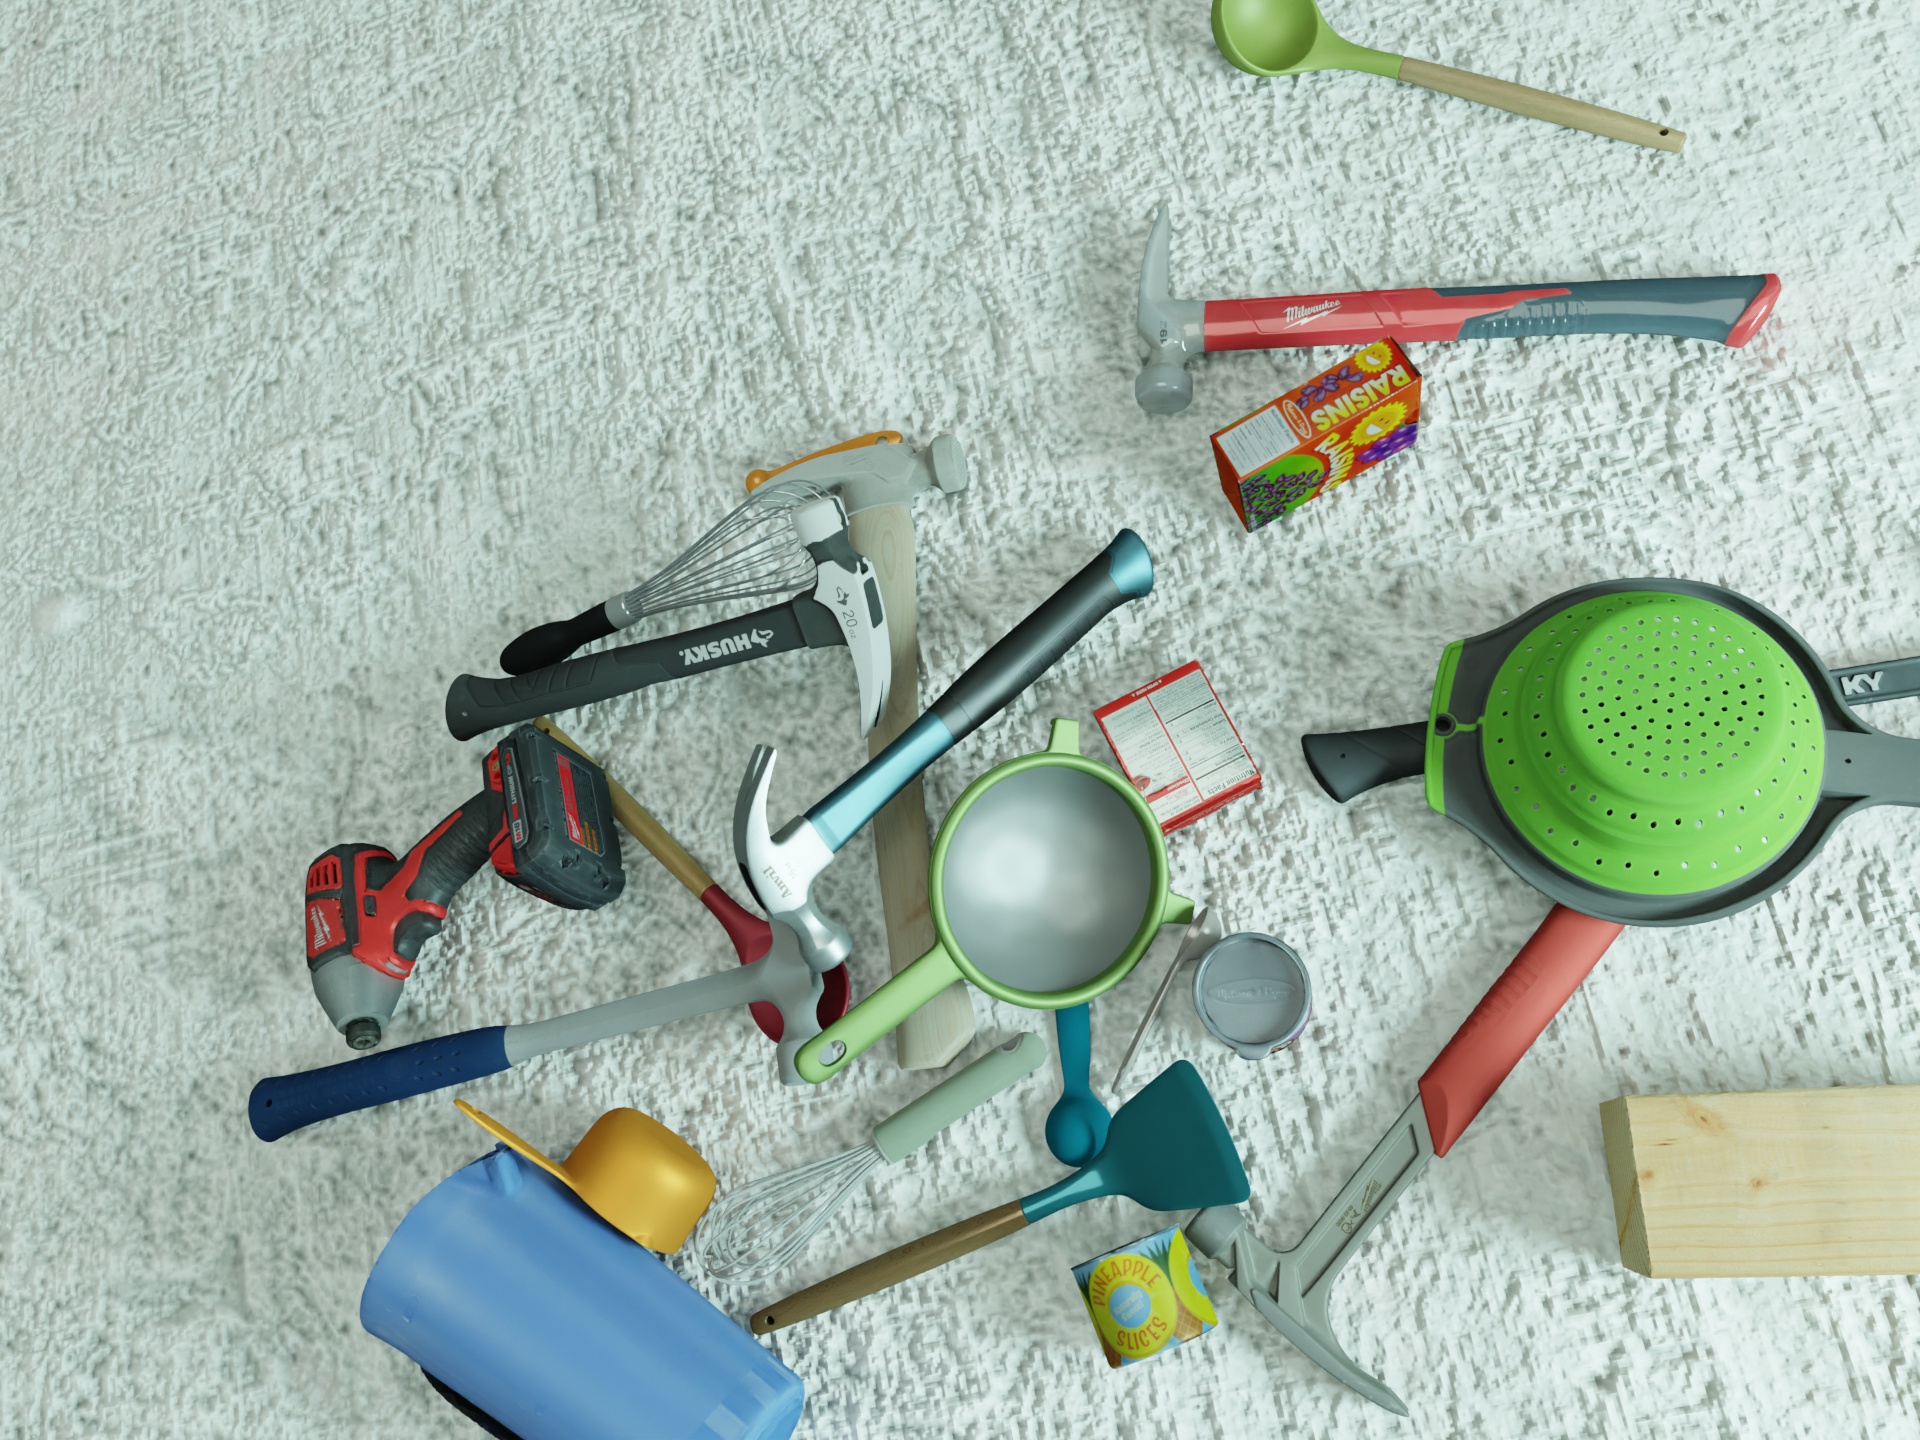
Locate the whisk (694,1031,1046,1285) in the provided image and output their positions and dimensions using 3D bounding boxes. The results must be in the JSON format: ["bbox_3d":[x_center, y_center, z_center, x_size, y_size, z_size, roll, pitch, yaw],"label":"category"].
[{"bbox_3d":[-0.053,0.261,0.956,0.246,0.058,0.059,-33,104,0],"label":"whisk"}]

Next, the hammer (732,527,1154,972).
[{"bbox_3d":[-0.002,-0.003,0.968,0.331,0.033,0.128,-41,110,-18],"label":"hammer"}]

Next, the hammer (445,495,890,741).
[{"bbox_3d":[-0.198,-0.032,1.028,0.335,0.035,0.146,-13,106,24],"label":"hammer"}]

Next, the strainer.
[{"bbox_3d":[0.003,0.123,0.942,0.256,0.069,0.151,-37,102,-12],"label":"strainer"}]

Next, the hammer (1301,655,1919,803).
[{"bbox_3d":[0.405,-0.008,0.917,0.409,0.036,0.149,-9,72,12],"label":"hammer"}]

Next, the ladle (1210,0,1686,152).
[{"bbox_3d":[0.316,-0.430,1.046,0.320,0.062,0.078,23,84,16],"label":"ladle"}]

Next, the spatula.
[{"bbox_3d":[0.012,0.293,0.919,0.317,0.044,0.082,-27,77,11],"label":"spatula"}]

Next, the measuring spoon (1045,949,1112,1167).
[{"bbox_3d":[0.067,0.201,0.950,0.042,0.021,0.129,-6,75,12],"label":"measuring spoon"}]

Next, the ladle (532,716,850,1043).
[{"bbox_3d":[-0.183,0.097,1.040,0.316,0.031,0.069,41,88,22],"label":"ladle"}]

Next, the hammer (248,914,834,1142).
[{"bbox_3d":[-0.276,0.199,1.012,0.405,0.035,0.144,-16,71,14],"label":"hammer"}]

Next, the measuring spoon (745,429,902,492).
[{"bbox_3d":[-0.096,-0.181,1.102,0.117,0.011,0.021,-16,72,9],"label":"measuring spoon"}]

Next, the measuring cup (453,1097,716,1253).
[{"bbox_3d":[-0.217,0.249,0.939,0.052,0.173,0.095,-51,31,-9],"label":"measuring cup"}]

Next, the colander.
[{"bbox_3d":[0.450,0.011,0.828,0.397,0.094,0.205,7,73,17],"label":"colander"}]

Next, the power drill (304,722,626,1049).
[{"bbox_3d":[-0.329,0.111,1.025,0.219,0.078,0.143,-31,52,14],"label":"power drill"}]

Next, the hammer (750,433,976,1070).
[{"bbox_3d":[-0.051,0.016,1.024,0.146,0.038,0.411,-10,73,13],"label":"hammer"}]

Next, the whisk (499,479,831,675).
[{"bbox_3d":[-0.199,-0.086,1.060,0.284,0.070,0.070,-20,70,23],"label":"whisk"}]

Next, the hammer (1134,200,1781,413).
[{"bbox_3d":[0.307,-0.273,1.014,0.386,0.038,0.143,1,74,14],"label":"hammer"}]

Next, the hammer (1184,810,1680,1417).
[{"bbox_3d":[0.292,0.200,0.887,0.149,0.036,0.359,39,87,20],"label":"hammer"}]

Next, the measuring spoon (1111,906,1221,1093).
[{"bbox_3d":[0.124,0.169,0.944,0.018,0.034,0.124,28,88,1],"label":"measuring spoon"}]
